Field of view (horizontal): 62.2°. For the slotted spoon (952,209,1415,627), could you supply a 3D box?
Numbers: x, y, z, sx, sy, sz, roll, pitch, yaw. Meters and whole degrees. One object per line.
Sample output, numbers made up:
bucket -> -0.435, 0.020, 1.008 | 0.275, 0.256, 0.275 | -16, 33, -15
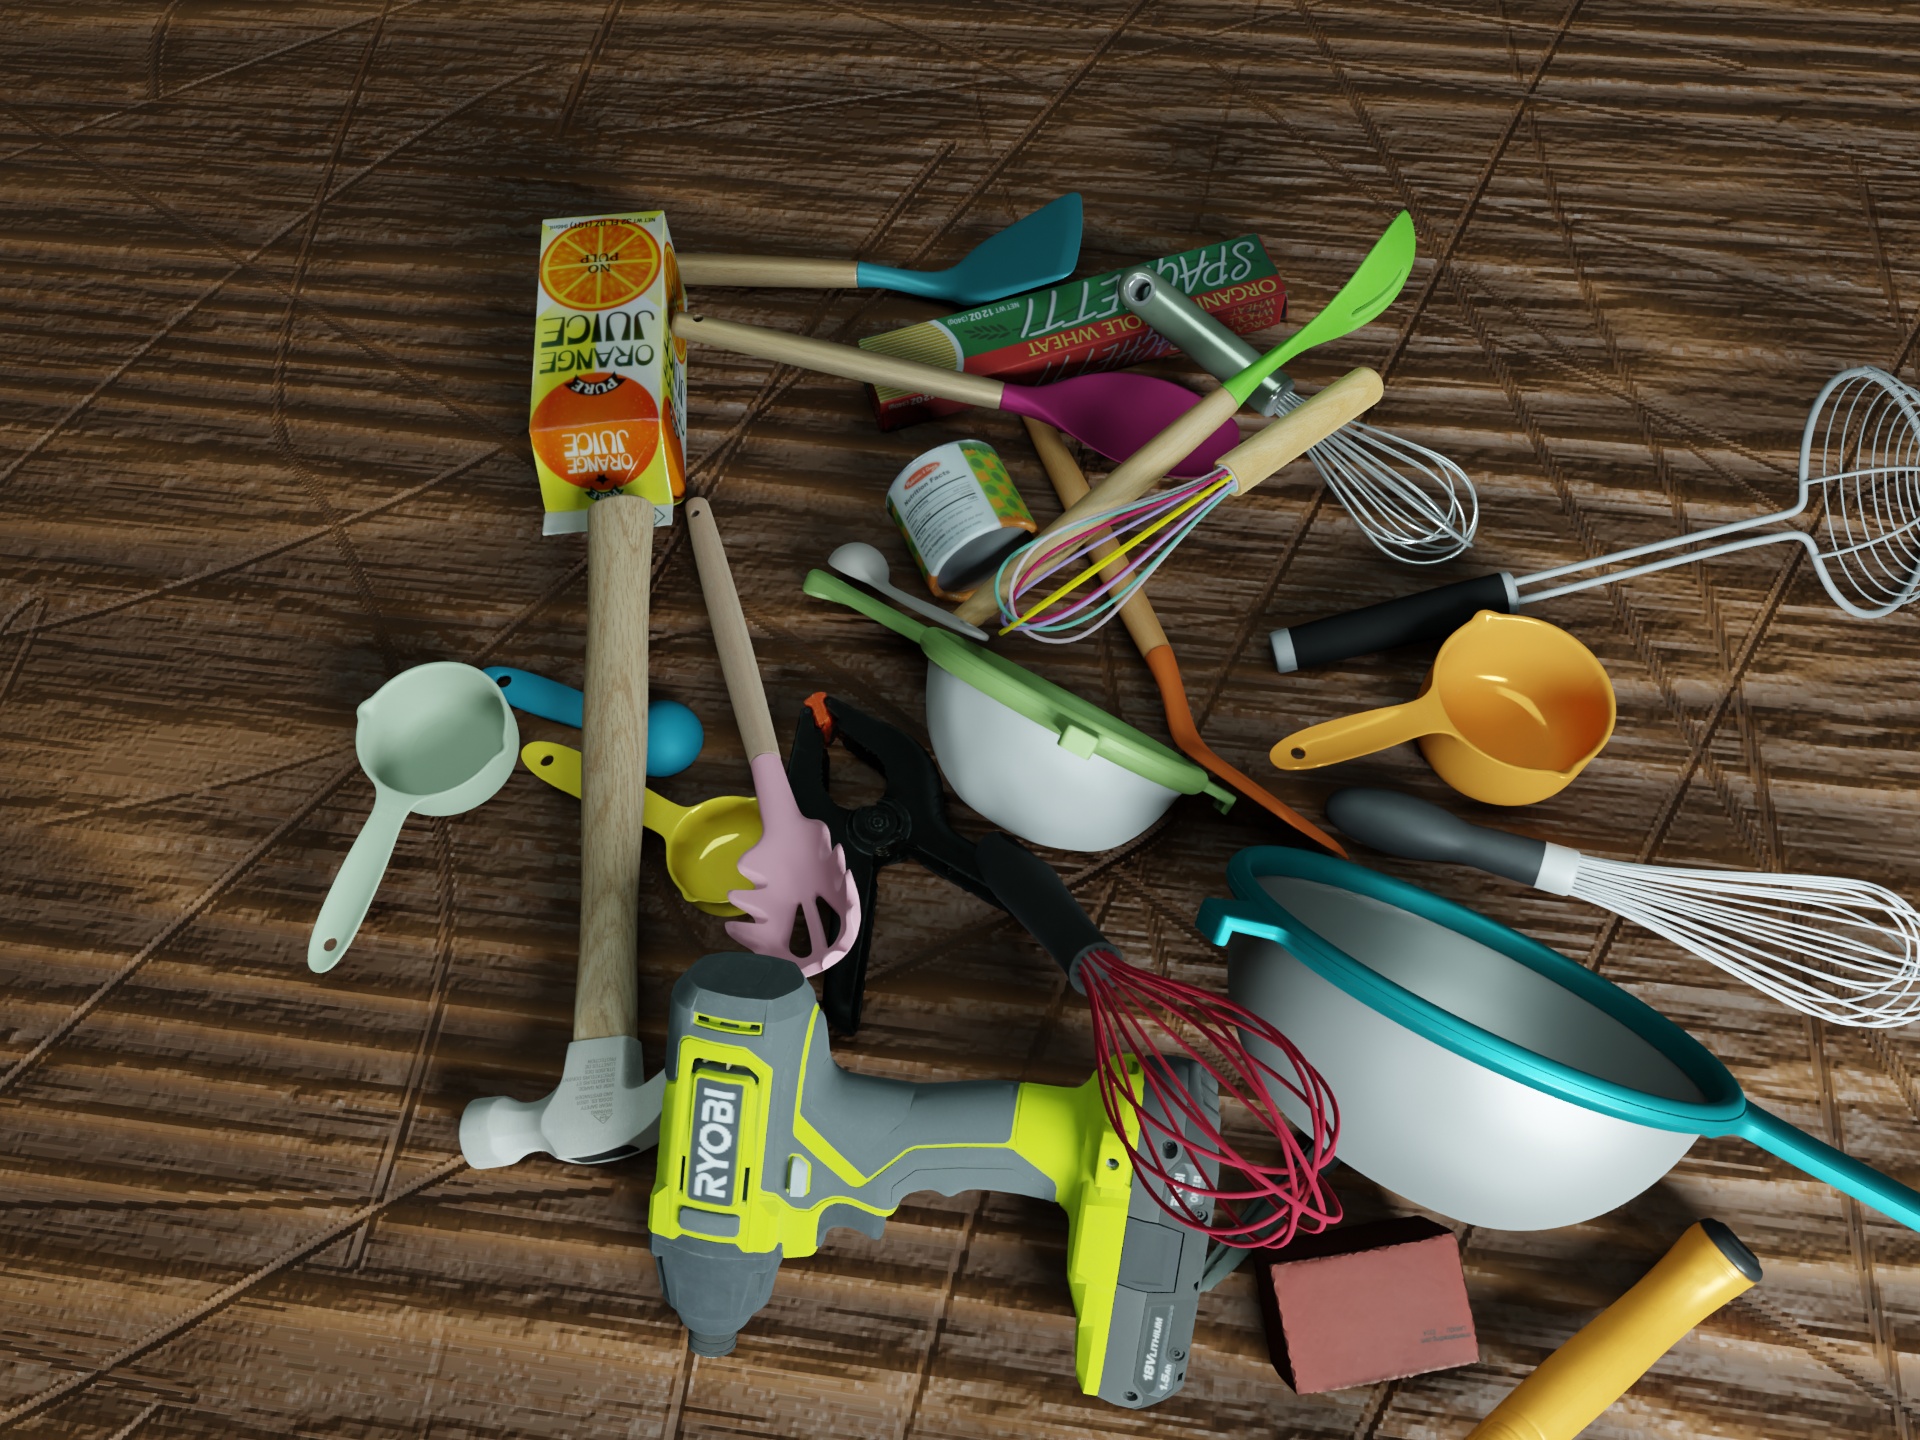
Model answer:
slotted spoon -> 0.118, -0.148, 0.817 | 0.314, 0.070, 0.031 | -40, 82, 0

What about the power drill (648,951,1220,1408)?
power drill -> -0.014, 0.197, 0.651 | 0.223, 0.080, 0.171 | 8, 103, 6

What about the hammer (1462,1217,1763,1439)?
hammer -> 0.189, 0.301, 0.613 | 0.337, 0.127, 0.034 | -29, 63, -23

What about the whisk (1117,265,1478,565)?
whisk -> 0.179, -0.170, 0.863 | 0.246, 0.059, 0.058 | 43, 109, 15

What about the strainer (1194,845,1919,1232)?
strainer -> 0.243, 0.165, 0.617 | 0.340, 0.211, 0.095 | 28, 102, 20

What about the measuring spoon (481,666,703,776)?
measuring spoon -> -0.194, -0.008, 0.820 | 0.128, 0.021, 0.042 | 19, 65, 10

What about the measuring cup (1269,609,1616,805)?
measuring cup -> 0.227, 0.008, 0.772 | 0.173, 0.052, 0.095 | -14, 62, -8

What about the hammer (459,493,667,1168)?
hammer -> -0.164, 0.039, 0.760 | 0.130, 0.031, 0.332 | -9, 66, 14

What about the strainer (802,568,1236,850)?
strainer -> -0.001, -0.002, 0.778 | 0.257, 0.151, 0.069 | 30, 95, 37

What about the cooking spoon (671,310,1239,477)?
cooking spoon -> -0.002, -0.184, 0.876 | 0.319, 0.017, 0.069 | 13, 59, -1

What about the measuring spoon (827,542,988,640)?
measuring spoon -> -0.024, -0.068, 0.816 | 0.124, 0.034, 0.018 | 31, 104, 43

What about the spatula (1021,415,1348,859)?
spatula -> 0.100, -0.058, 0.821 | 0.041, 0.081, 0.323 | -35, 57, 19

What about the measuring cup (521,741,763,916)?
measuring cup -> -0.154, 0.049, 0.791 | 0.157, 0.029, 0.062 | 24, 65, 21

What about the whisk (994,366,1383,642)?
whisk -> 0.115, -0.111, 0.800 | 0.245, 0.047, 0.051 | -34, 64, -14

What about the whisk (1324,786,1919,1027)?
whisk -> 0.310, 0.079, 0.739 | 0.285, 0.070, 0.070 | 16, 64, 16

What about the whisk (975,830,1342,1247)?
whisk -> 0.060, 0.105, 0.612 | 0.073, 0.073, 0.296 | -24, 24, -10

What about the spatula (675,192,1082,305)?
spatula -> -0.087, -0.276, 0.945 | 0.317, 0.044, 0.082 | 3, 52, 6

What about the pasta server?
pasta server -> -0.104, -0.004, 0.781 | 0.060, 0.040, 0.317 | -23, 53, 4

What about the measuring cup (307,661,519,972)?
measuring cup -> -0.275, 0.051, 0.787 | 0.083, 0.038, 0.168 | 14, 66, 10

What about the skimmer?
skimmer -> 0.338, -0.084, 0.825 | 0.363, 0.090, 0.127 | -14, 100, 8
